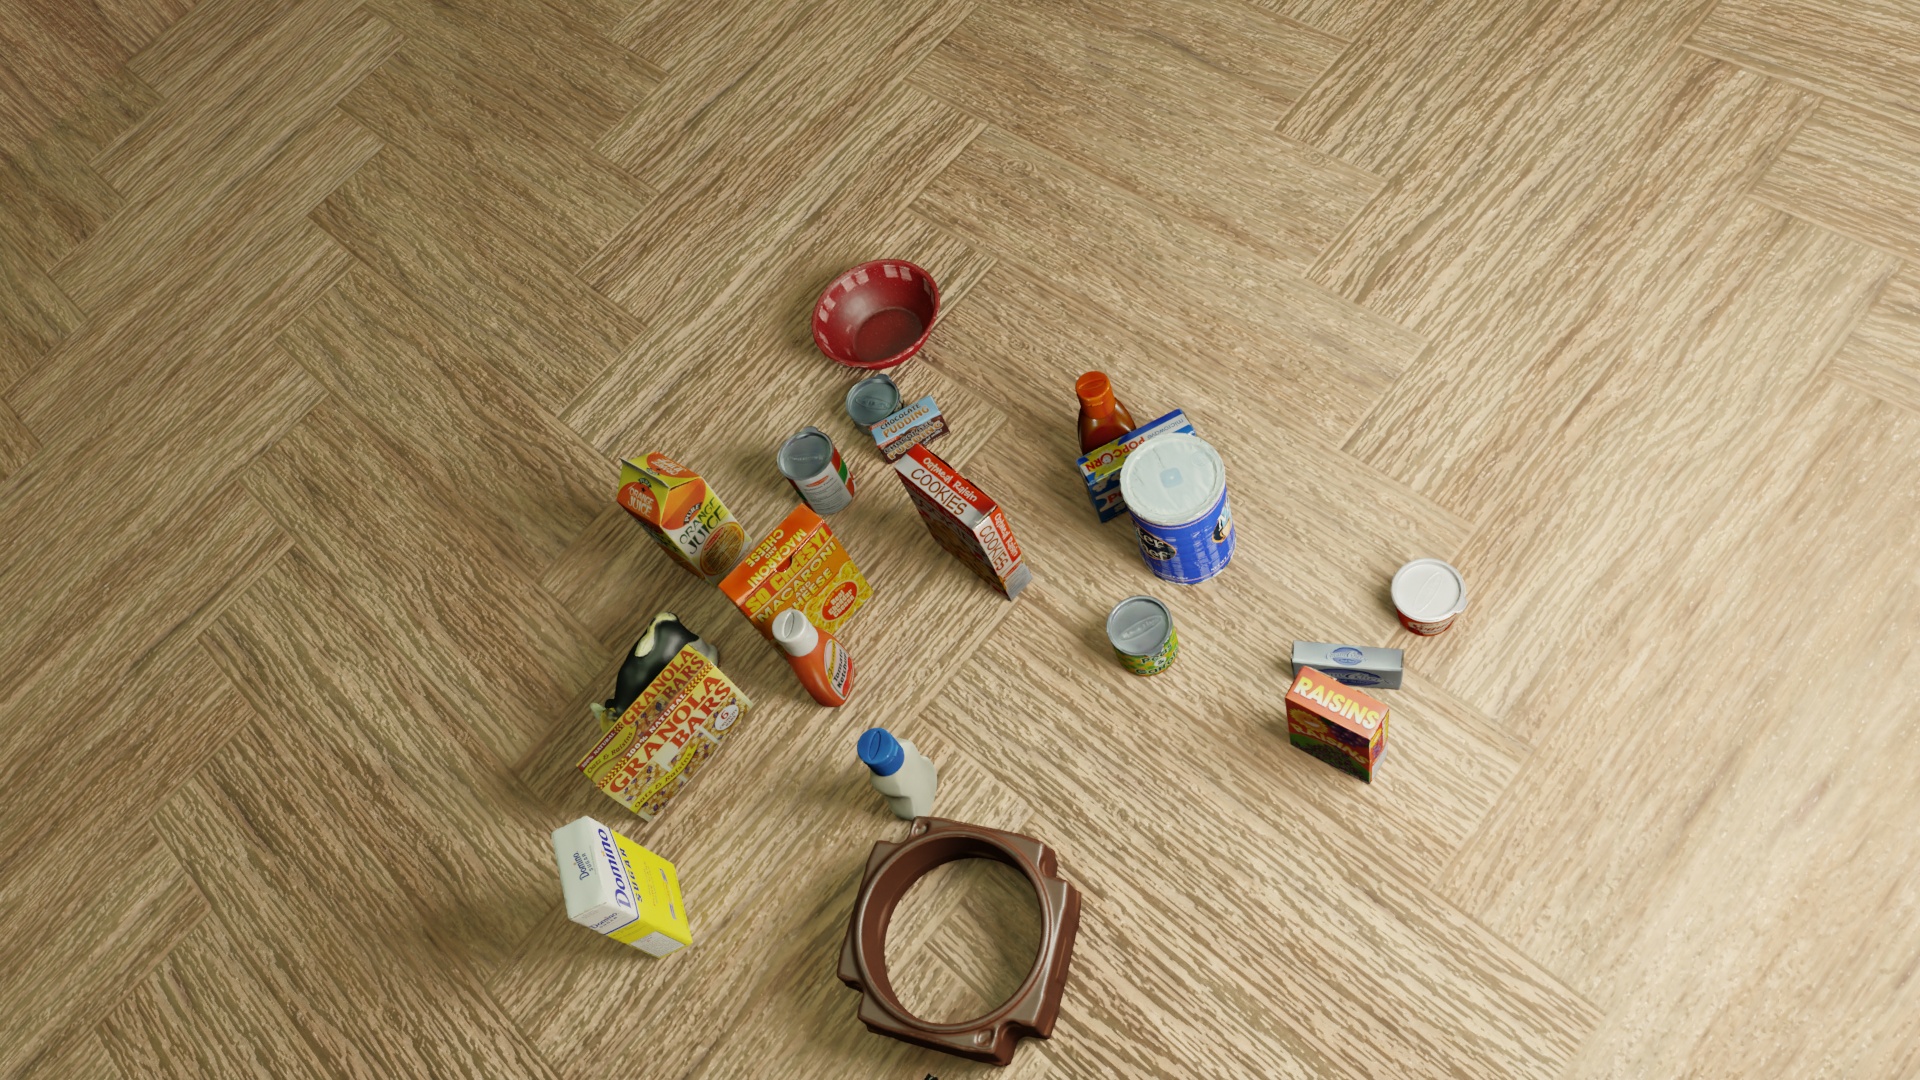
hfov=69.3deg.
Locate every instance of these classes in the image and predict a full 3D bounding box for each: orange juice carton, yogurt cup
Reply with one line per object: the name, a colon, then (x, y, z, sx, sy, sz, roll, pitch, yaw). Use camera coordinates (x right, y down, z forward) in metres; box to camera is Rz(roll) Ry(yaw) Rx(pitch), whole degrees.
orange juice carton: (-0.311, -0.031, 1.538, 0.072, 0.192, 0.073, 28, 73, 28)
yogurt cup: (0.453, 0.058, 1.348, 0.072, 0.053, 0.073, -7, 60, 13)

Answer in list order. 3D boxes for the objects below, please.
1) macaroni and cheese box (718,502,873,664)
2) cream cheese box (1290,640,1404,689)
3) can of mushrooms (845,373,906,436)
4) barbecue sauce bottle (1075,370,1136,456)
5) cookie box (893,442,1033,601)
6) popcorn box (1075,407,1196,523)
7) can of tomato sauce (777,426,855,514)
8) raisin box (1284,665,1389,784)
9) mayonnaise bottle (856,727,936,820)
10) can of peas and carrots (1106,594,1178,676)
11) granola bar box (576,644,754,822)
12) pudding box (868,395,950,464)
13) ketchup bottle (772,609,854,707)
macaroni and cheese box: (-0.169, 0.052, 1.466, 0.040, 0.166, 0.124, 37, 77, 30)
cream cheese box: (0.372, 0.120, 1.337, 0.104, 0.053, 0.024, 4, 63, 18)
can of mushrooms: (-0.098, -0.160, 1.642, 0.071, 0.033, 0.071, -7, 60, 12)
barbecue sauce bottle: (0.153, -0.124, 1.481, 0.065, 0.148, 0.044, -14, 59, 9)
cookie box: (0.005, -0.018, 1.454, 0.040, 0.167, 0.123, -45, 60, -10)
popcorn box: (0.193, -0.079, 1.482, 0.127, 0.085, 0.038, -27, 58, 1)
can of tomato sauce: (-0.163, -0.079, 1.586, 0.071, 0.082, 0.071, -7, 60, 13)
raisin box: (0.347, 0.170, 1.275, 0.086, 0.123, 0.040, 27, 73, 27)
mayonnaise bottle: (-0.061, 0.223, 1.349, 0.041, 0.147, 0.065, 4, 63, 18)
can of peas and carrots: (0.186, 0.099, 1.400, 0.071, 0.058, 0.071, -7, 60, 13)
granola bar box: (-0.305, 0.201, 1.447, 0.039, 0.123, 0.166, 34, 75, 29)
pudding box: (-0.059, -0.128, 1.603, 0.084, 0.049, 0.030, -28, 58, 0)
ketchup bottle: (-0.152, 0.118, 1.434, 0.043, 0.148, 0.065, 0, 62, 16)
